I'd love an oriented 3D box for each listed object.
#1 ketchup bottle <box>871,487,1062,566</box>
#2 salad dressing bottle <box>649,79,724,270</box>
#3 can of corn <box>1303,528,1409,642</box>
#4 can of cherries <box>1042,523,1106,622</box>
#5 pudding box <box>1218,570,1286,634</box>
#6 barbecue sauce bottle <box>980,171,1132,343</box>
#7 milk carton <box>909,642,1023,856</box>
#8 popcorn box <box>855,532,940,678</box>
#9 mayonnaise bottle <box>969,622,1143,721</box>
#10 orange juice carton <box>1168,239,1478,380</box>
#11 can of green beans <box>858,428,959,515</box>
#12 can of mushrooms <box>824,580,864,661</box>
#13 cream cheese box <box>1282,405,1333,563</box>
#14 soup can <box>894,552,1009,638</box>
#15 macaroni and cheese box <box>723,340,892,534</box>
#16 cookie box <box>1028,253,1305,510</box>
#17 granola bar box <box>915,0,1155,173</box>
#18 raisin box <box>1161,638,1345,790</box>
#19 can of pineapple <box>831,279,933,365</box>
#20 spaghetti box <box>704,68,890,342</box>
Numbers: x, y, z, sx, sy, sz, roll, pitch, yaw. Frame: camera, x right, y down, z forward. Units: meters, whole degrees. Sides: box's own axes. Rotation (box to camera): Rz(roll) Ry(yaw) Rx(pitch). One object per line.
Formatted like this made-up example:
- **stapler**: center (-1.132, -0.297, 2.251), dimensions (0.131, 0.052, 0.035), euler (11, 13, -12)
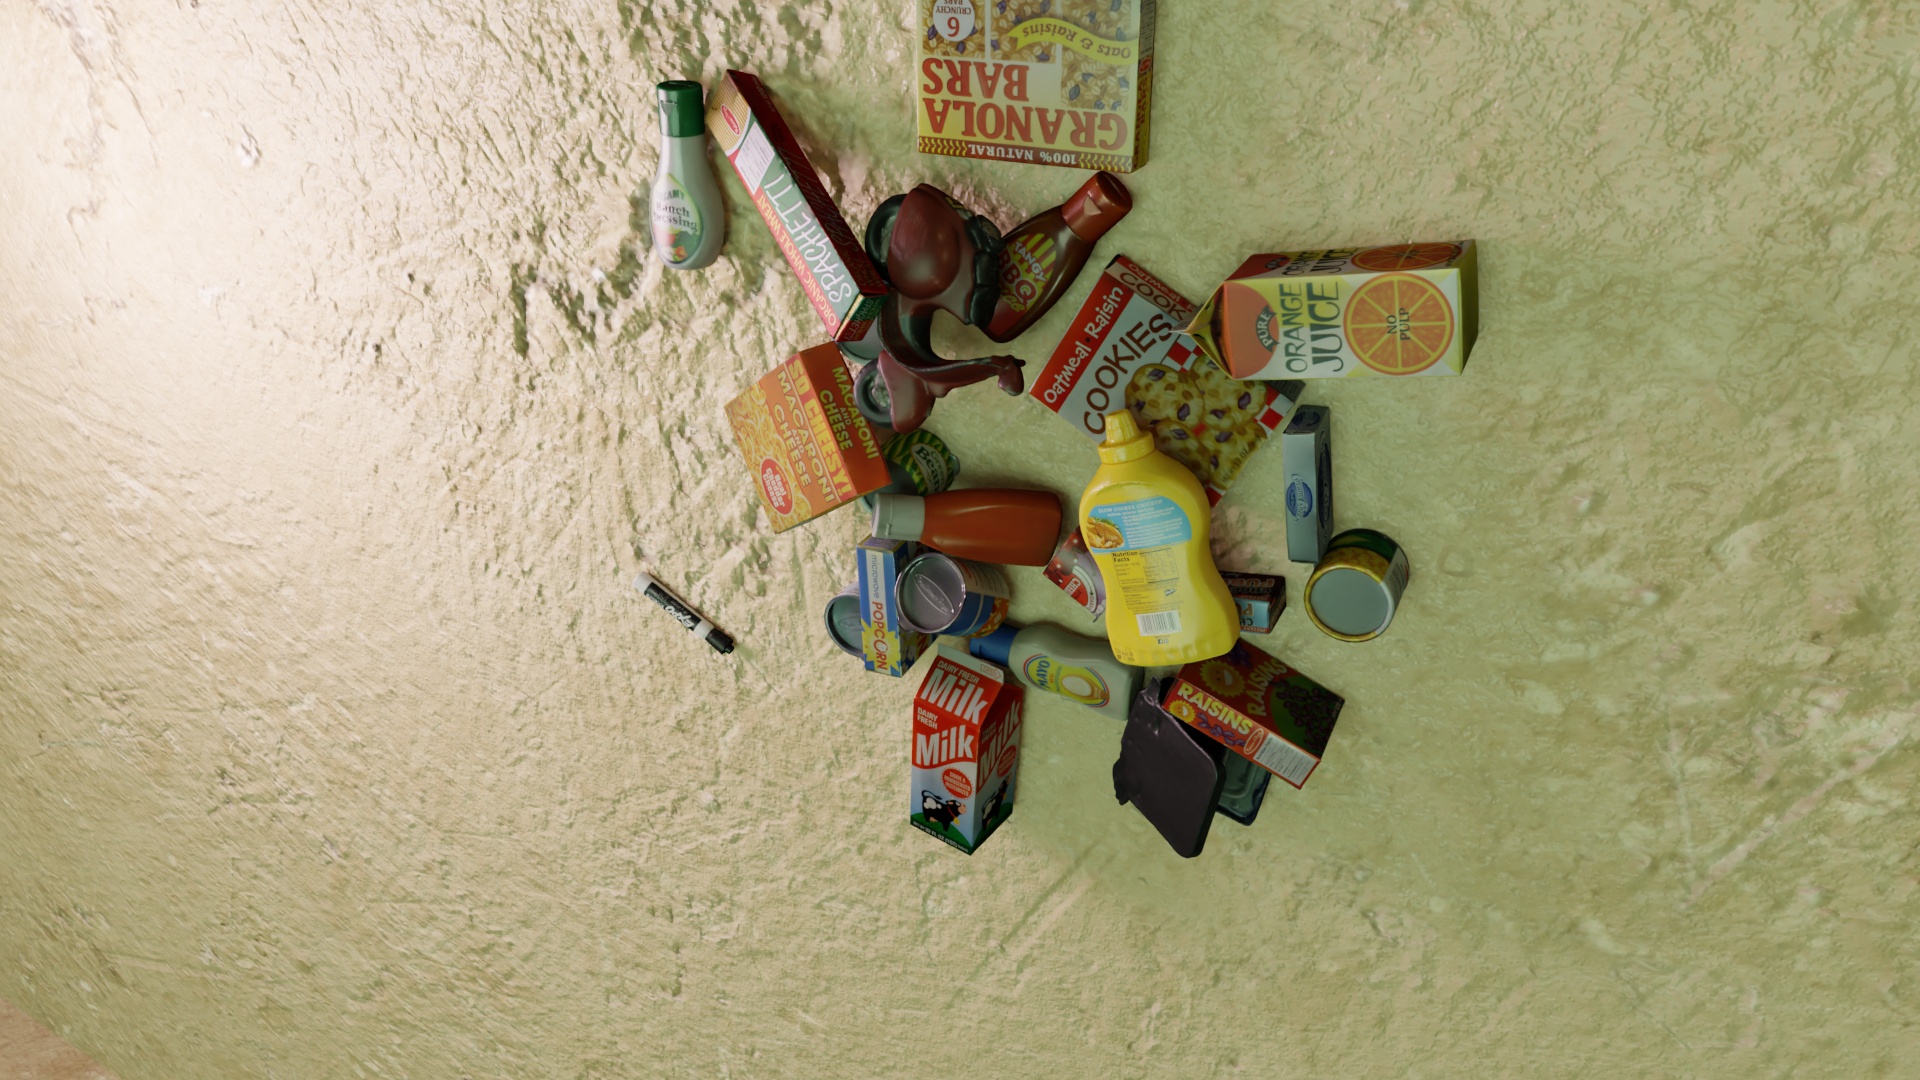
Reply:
- **ketchup bottle**: center (0.004, -0.014, 1.118), dimensions (0.149, 0.044, 0.064), euler (5, 127, -12)
- **salad dressing bottle**: center (-0.226, -0.298, 1.135), dimensions (0.064, 0.044, 0.146), euler (16, 122, 23)
- **can of corn**: center (0.289, 0.033, 1.022), dimensions (0.071, 0.058, 0.070), euler (13, 121, 22)
- **can of cherries**: center (0.106, 0.021, 1.109), dimensions (0.058, 0.072, 0.071), euler (39, 128, 5)
- **pudding box**: center (0.206, 0.047, 1.081), dimensions (0.083, 0.050, 0.030), euler (5, 117, 27)
- **barbecue sauce bottle**: center (0.063, -0.211, 1.022), dimensions (0.148, 0.044, 0.065), euler (-38, 86, 37)
- **milk carton**: center (0.005, 0.180, 1.243), dimensions (0.072, 0.074, 0.189), euler (21, 126, 28)
- **popcorn box**: center (-0.051, 0.043, 1.199), dimensions (0.038, 0.085, 0.126), euler (11, 120, 23)
- **mayonnaise bottle**: center (0.081, 0.104, 1.187), dimensions (0.148, 0.041, 0.064), euler (17, 131, 21)
- **orange juice carton**: center (0.243, -0.154, 0.936), dimensions (0.192, 0.072, 0.072), euler (2, 116, 28)
- **can of green beans**: center (-0.047, -0.053, 1.161), dimensions (0.071, 0.058, 0.071), euler (13, 122, 22)
- **can of mushrooms**: center (-0.088, 0.074, 1.269), dimensions (0.071, 0.034, 0.070), euler (13, 121, 22)
- **cream cheese box**: center (0.252, -0.041, 1.005), dimensions (0.024, 0.054, 0.103), euler (4, 117, 25)
- **soup can**: center (-0.008, 0.049, 1.161), dimensions (0.071, 0.084, 0.071), euler (-4, 81, 27)
- **macaroni and cheese box**: center (-0.129, -0.082, 1.151), dimensions (0.166, 0.040, 0.123), euler (-20, 92, 58)
- **cookie box**: center (0.150, -0.113, 1.031), dimensions (0.167, 0.040, 0.122), euler (36, 128, 6)
- **granola bar box**: center (0.051, -0.328, 0.968), dimensions (0.165, 0.039, 0.123), euler (12, 121, 23)
- **raisin box**: center (0.230, 0.128, 1.089), dimensions (0.123, 0.086, 0.039), euler (30, 128, 11)
- **can of pineapple**: center (-0.063, -0.180, 1.101), dimensions (0.071, 0.058, 0.070), euler (13, 121, 23)
- **spaghetti box**: center (-0.126, -0.253, 1.042), dimensions (0.050, 0.029, 0.251), euler (-52, 57, 38)
